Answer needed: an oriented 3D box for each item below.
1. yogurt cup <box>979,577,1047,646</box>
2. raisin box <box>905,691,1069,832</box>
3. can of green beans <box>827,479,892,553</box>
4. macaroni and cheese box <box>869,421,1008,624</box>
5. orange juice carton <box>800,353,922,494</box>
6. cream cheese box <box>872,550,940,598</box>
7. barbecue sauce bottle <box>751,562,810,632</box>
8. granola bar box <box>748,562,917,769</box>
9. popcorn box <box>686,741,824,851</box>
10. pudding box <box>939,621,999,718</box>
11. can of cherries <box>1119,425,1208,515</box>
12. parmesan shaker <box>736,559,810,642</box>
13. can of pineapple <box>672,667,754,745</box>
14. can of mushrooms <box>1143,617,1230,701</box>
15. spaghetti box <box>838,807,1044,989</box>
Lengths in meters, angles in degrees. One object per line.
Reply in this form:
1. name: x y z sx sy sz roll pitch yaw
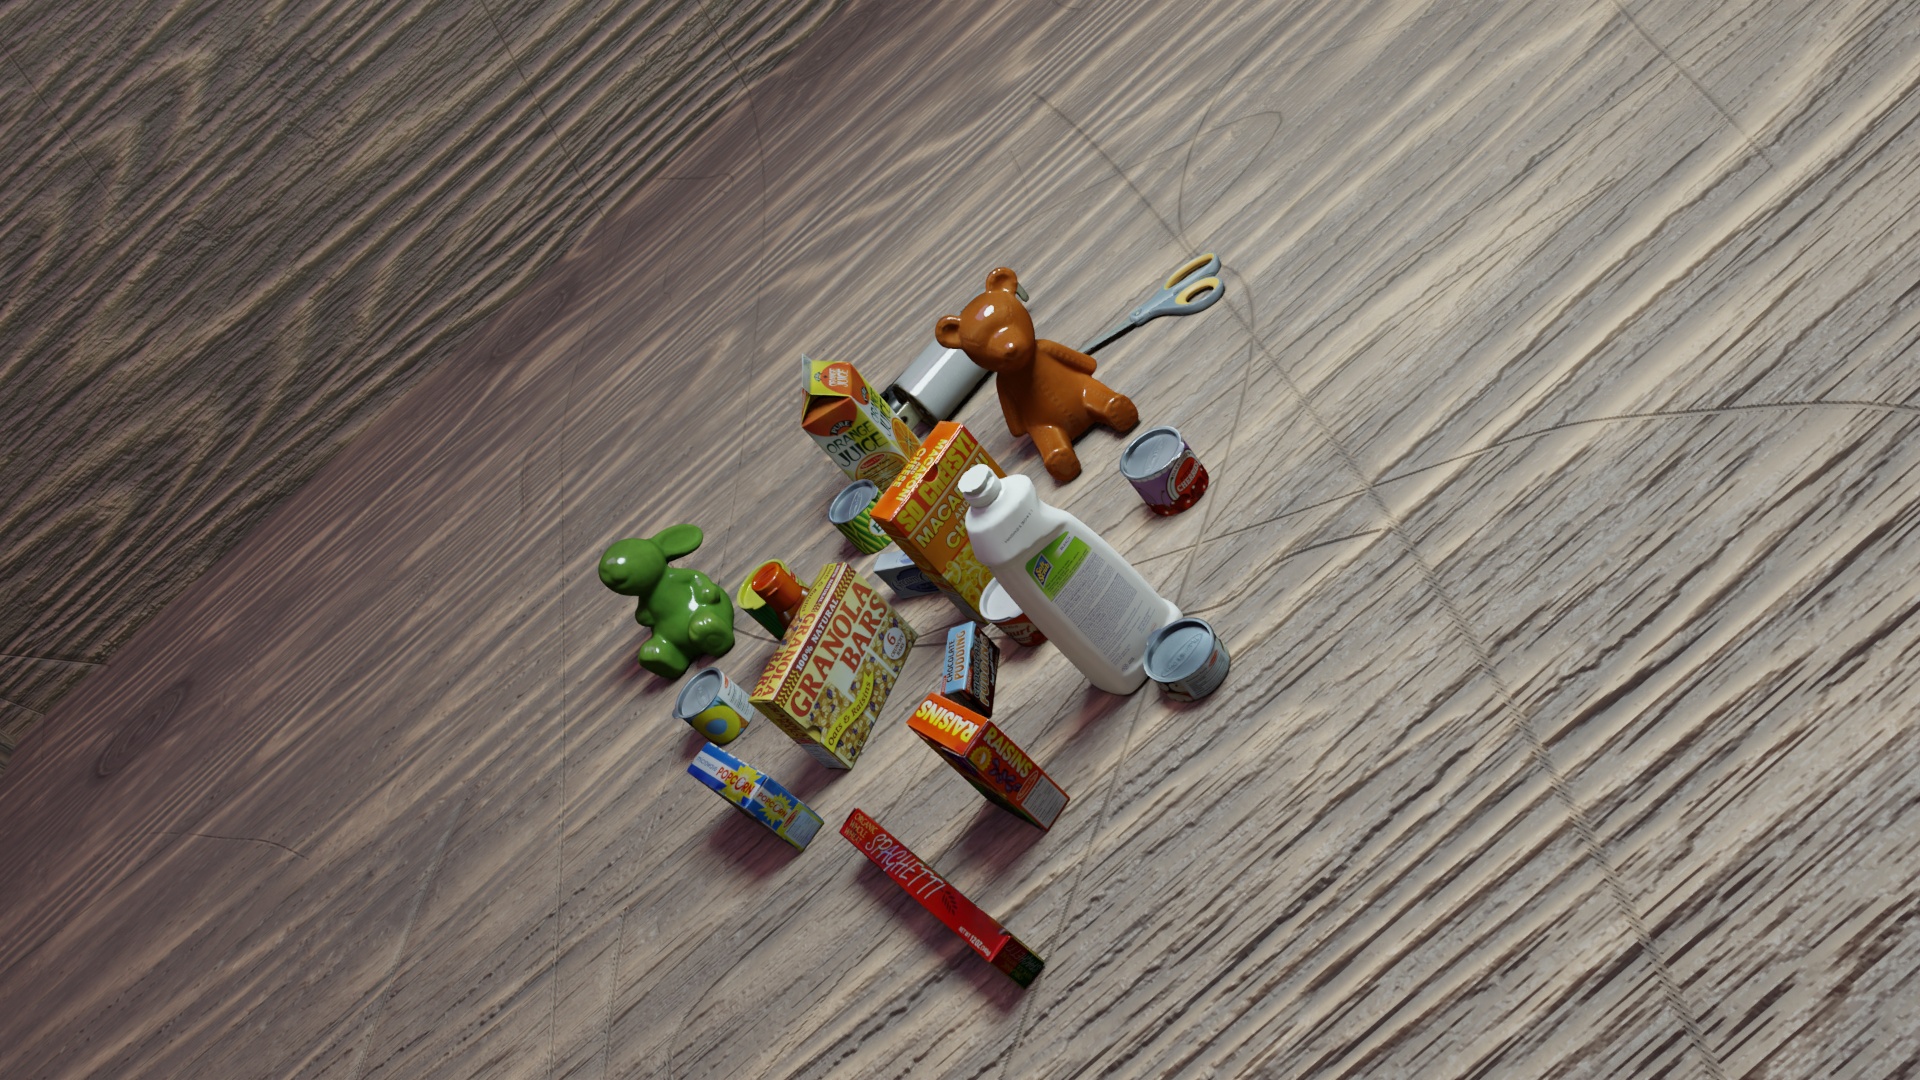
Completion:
1. yogurt cup: 0.060 0.064 1.318 0.072 0.054 0.073 -27 36 22
2. raisin box: 0.023 0.184 1.156 0.040 0.123 0.086 -52 34 -14
3. can of green beans: -0.108 -0.027 1.589 0.071 0.057 0.071 -27 36 22
4. macaroni and cheese box: 0.005 -0.017 1.364 0.040 0.166 0.124 12 61 52
5. orange juice carton: -0.122 -0.132 1.601 0.073 0.192 0.072 -30 35 19
6. cream cheese box: -0.037 0.031 1.454 0.103 0.053 0.024 -12 44 38
7. barbecue sauce bottle: -0.155 0.082 1.431 0.065 0.148 0.044 -37 33 8
8. granola bar box: -0.122 0.123 1.372 0.039 0.124 0.166 -5 48 43
9. popcorn box: -0.200 0.247 1.348 0.127 0.085 0.038 14 62 52
10. pudding box: 0.009 0.124 1.306 0.030 0.049 0.084 -22 38 28
11. can of cherries: 0.196 -0.065 1.321 0.071 0.058 0.072 -27 36 22
12. parmesan shaker: -0.184 0.079 1.506 0.071 0.103 0.072 -27 36 22
13. can of pineapple: -0.269 0.182 1.517 0.071 0.057 0.071 -27 36 22
14. can of mushrooms: 0.189 0.099 1.165 0.071 0.033 0.071 -27 36 22
15. spaghetti box: -0.022 0.290 1.149 0.029 0.050 0.250 -50 34 -12
